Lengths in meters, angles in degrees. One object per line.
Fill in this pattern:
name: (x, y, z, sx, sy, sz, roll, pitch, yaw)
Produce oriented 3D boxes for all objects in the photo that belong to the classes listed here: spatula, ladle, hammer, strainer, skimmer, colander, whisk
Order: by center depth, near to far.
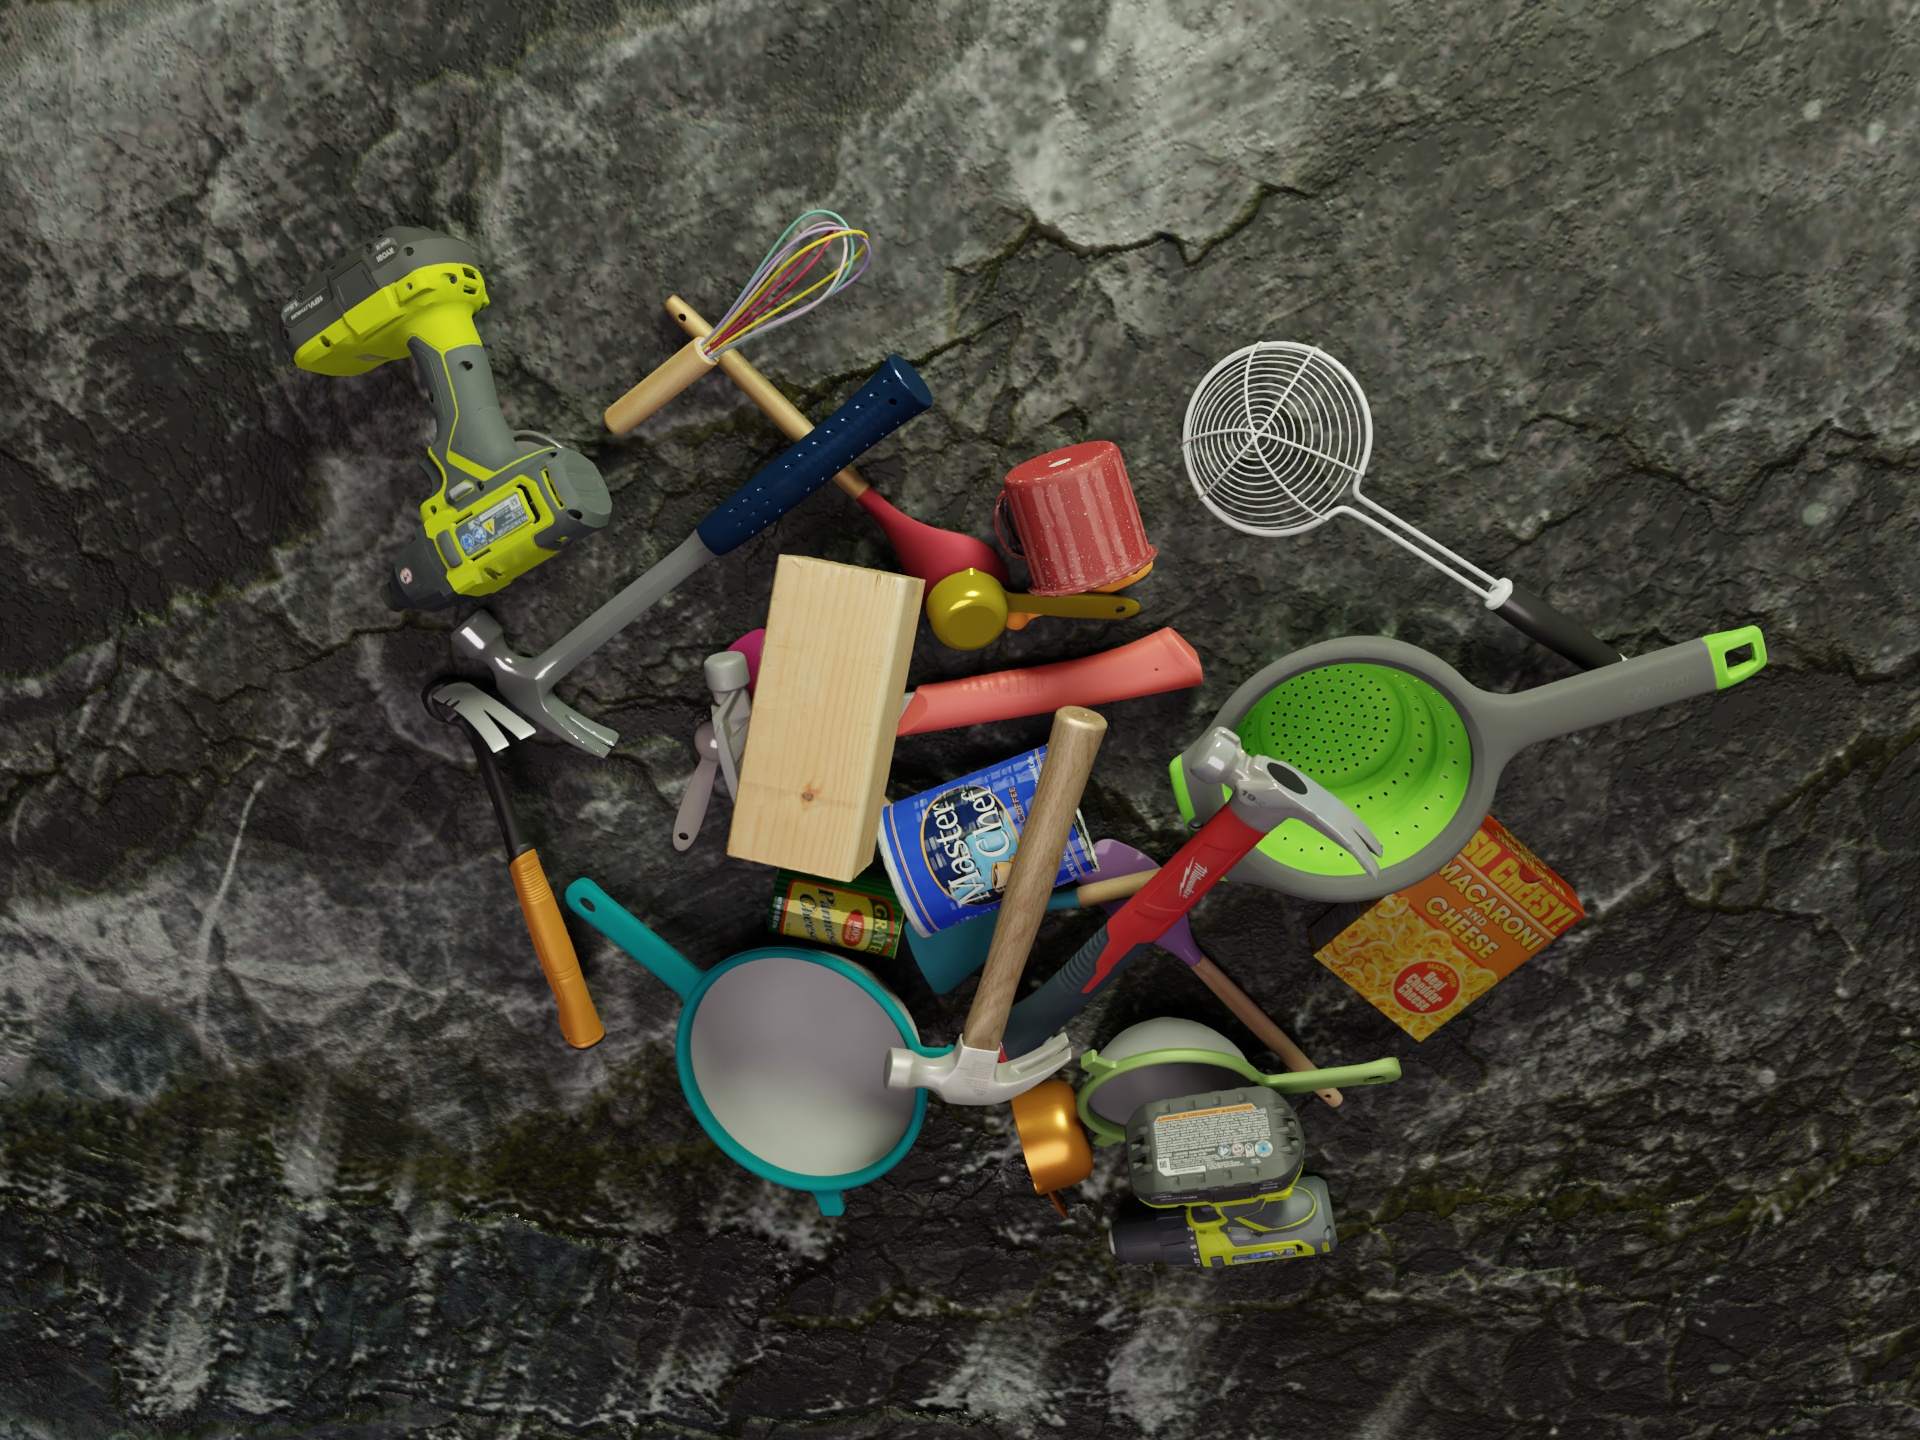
whisk: (-0.155, -0.255, 1.042, 0.245, 0.047, 0.051, -28, 111, 33)
skimmer: (0.316, -0.129, 1.097, 0.363, 0.090, 0.127, 28, 113, -20)
ladle: (-0.086, -0.178, 1.109, 0.315, 0.031, 0.069, 44, 114, -14)
colander: (0.346, -0.004, 1.118, 0.397, 0.095, 0.204, -18, 113, 13)
hammer: (-0.181, -0.116, 1.124, 0.405, 0.035, 0.144, -33, 109, 24)
hammer: (0.044, 0.140, 1.129, 0.130, 0.031, 0.331, 10, 116, -11)
hammer: (-0.002, -0.004, 1.168, 0.359, 0.037, 0.149, -9, 111, 6)
hammer: (0.140, 0.162, 1.169, 0.143, 0.038, 0.386, 34, 132, -3)
spatula: (0.117, 0.139, 1.223, 0.317, 0.044, 0.082, -14, 122, 13)
hammer: (-0.334, 0.128, 1.249, 0.127, 0.034, 0.336, 24, 134, 44)
strainer: (0.218, 0.272, 1.276, 0.256, 0.069, 0.151, -8, 139, 4)
spatula: (0.207, 0.207, 1.277, 0.059, 0.018, 0.315, -38, 107, 21)
strainer: (-0.166, 0.226, 1.289, 0.340, 0.095, 0.211, 37, 113, 5)

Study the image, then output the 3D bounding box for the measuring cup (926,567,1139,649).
measuring cup: (0.054, -0.074, 1.126, 0.156, 0.029, 0.062, 0, 134, -11)

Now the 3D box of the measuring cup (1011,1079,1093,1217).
measuring cup: (0.089, 0.371, 1.344, 0.052, 0.095, 0.173, -19, 133, 4)

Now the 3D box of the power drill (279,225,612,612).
power drill: (-0.348, -0.191, 1.048, 0.171, 0.080, 0.223, -26, 87, 17)

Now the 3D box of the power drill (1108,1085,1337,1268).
power drill: (0.203, 0.387, 1.299, 0.190, 0.080, 0.228, -10, 142, 9)

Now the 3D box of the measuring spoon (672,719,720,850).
measuring spoon: (-0.203, 0.055, 1.237, 0.034, 0.018, 0.124, 20, 117, -5)

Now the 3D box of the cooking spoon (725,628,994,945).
cooking spoon: (-0.069, 0.058, 1.227, 0.069, 0.017, 0.318, -33, 109, 19)

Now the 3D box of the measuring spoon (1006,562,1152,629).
measuring spoon: (0.084, -0.091, 1.144, 0.117, 0.011, 0.021, -21, 113, 15)
